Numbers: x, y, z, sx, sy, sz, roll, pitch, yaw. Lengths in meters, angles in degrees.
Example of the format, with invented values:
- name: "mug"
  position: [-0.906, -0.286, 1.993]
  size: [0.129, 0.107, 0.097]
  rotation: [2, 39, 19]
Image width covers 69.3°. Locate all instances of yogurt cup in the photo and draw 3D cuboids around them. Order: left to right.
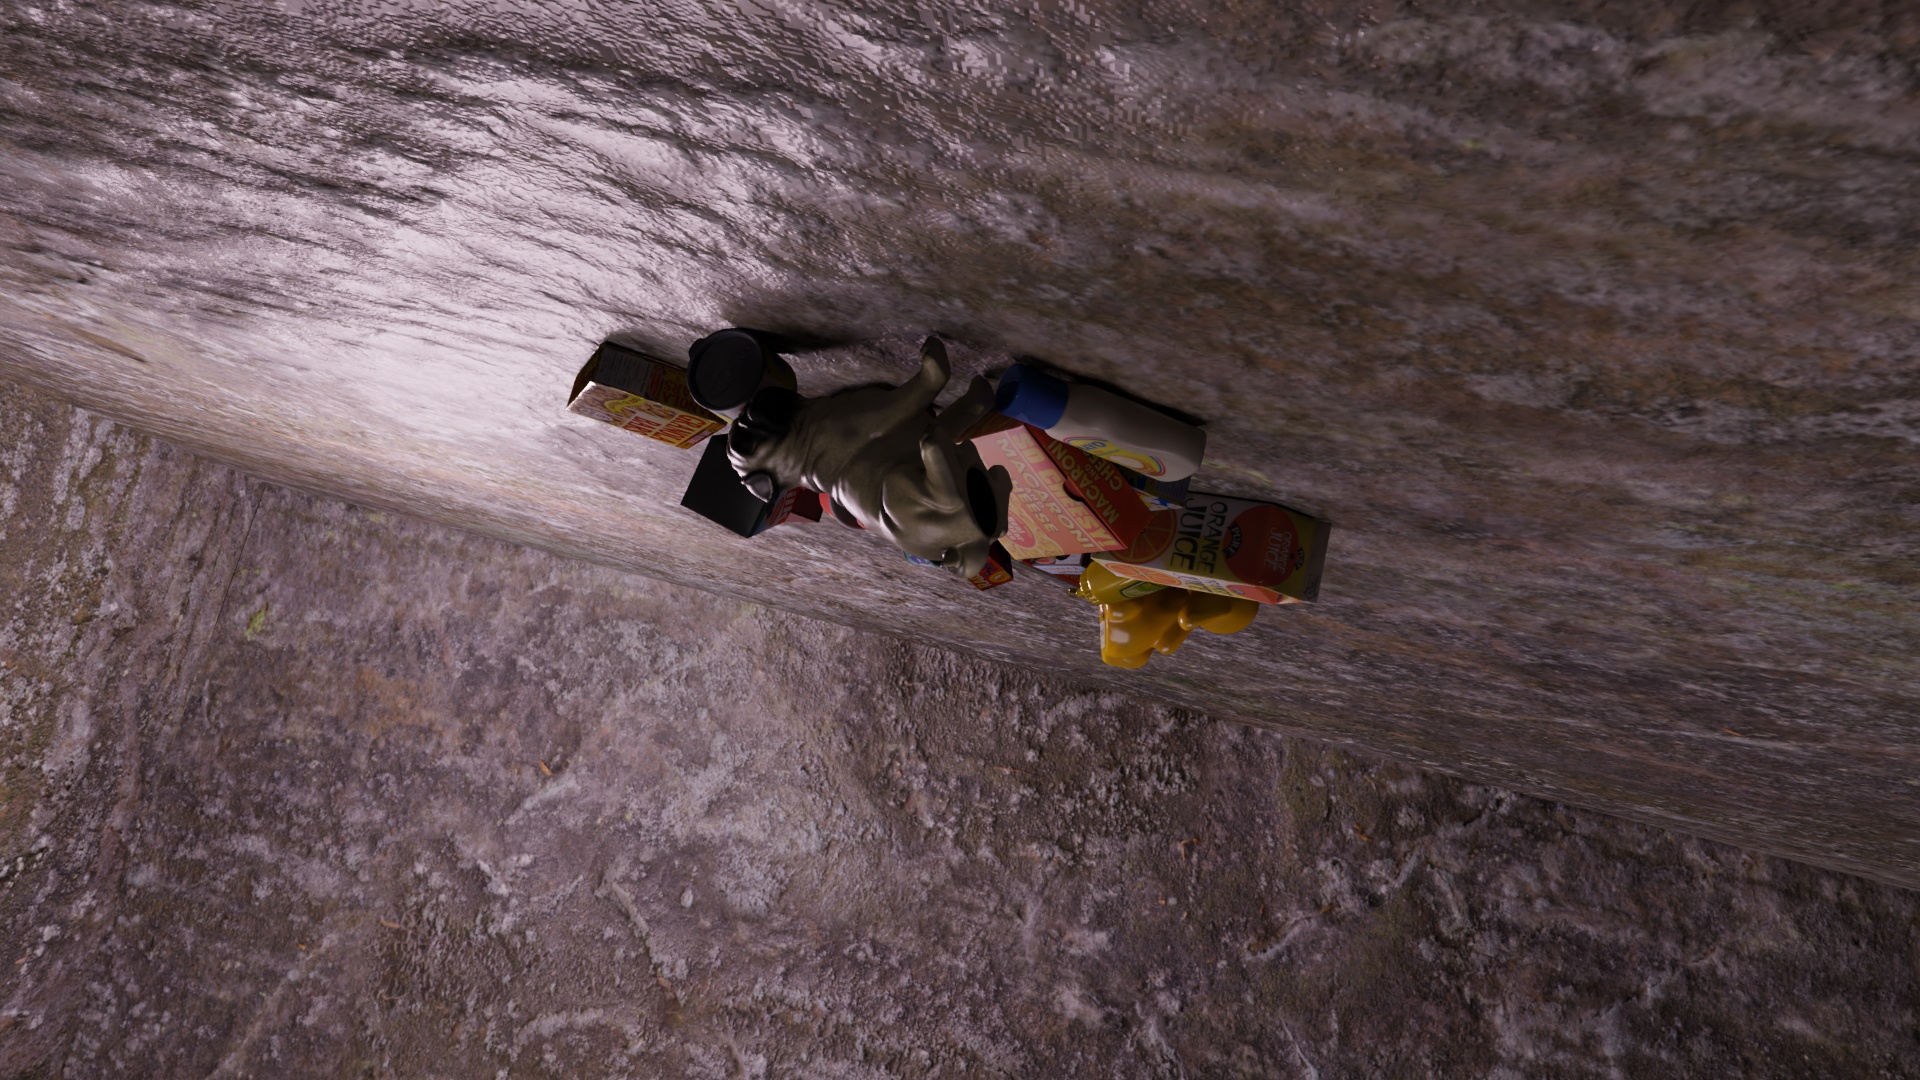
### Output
- name: "yogurt cup"
  position: [-0.111, -0.046, 1.425]
  size: [0.072, 0.072, 0.054]
  rotation: [19, 177, -26]

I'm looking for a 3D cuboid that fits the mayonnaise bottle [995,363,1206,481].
- name: "mayonnaise bottle"
  position: [0.096, -0.082, 0.967]
  size: [0.148, 0.041, 0.064]
  rotation: [18, 169, -24]

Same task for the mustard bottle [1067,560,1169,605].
- name: "mustard bottle"
  position: [0.165, 0.031, 1.349]
  size: [0.065, 0.049, 0.159]
  rotation: [11, 153, -41]

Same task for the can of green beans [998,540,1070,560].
- name: "can of green beans"
  position: [0.073, -0.018, 1.294]
  size: [0.058, 0.071, 0.071]
  rotation: [10, 169, 30]

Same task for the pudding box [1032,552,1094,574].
- name: "pudding box"
  position: [0.115, 0.008, 1.432]
  size: [0.030, 0.050, 0.083]
  rotation: [23, 166, -33]

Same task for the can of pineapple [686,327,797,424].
- name: "can of pineapple"
  position: [-0.166, -0.123, 1.060]
  size: [0.071, 0.071, 0.058]
  rotation: [11, 169, 22]

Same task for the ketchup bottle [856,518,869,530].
- name: "ketchup bottle"
  position: [-0.034, -0.029, 1.417]
  size: [0.149, 0.064, 0.043]
  rotation: [14, -178, -41]

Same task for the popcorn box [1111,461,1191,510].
- name: "popcorn box"
  position: [0.114, -0.053, 1.114]
  size: [0.085, 0.038, 0.126]
  rotation: [21, 169, -25]

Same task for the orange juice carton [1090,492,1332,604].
- name: "orange juice carton"
  position: [0.217, 0.005, 1.192]
  size: [0.193, 0.072, 0.073]
  rotation: [10, 170, 28]

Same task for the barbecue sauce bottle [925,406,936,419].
- name: "barbecue sauce bottle"
  position: [-0.085, -0.095, 1.153]
  size: [0.065, 0.043, 0.148]
  rotation: [12, 174, -36]

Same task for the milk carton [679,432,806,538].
- name: "milk carton"
  position: [-0.197, -0.058, 1.333]
  size: [0.072, 0.073, 0.191]
  rotation: [26, -172, 1]

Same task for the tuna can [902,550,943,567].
- name: "tuna can"
  position: [-0.033, -0.002, 1.538]
  size: [0.033, 0.071, 0.071]
  rotation: [7, 168, 34]

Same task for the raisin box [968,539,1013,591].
- name: "raisin box"
  position: [0.005, -0.016, 1.287]
  size: [0.040, 0.086, 0.123]
  rotation: [-19, 150, 18]

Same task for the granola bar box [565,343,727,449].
- name: "granola bar box"
  position: [-0.286, -0.129, 1.273]
  size: [0.124, 0.039, 0.165]
  rotation: [18, 170, -21]

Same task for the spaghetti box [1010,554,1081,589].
- name: "spaghetti box"
  position: [0.112, 0.021, 1.513]
  size: [0.028, 0.050, 0.250]
  rotation: [7, 168, 45]

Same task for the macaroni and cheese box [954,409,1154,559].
- name: "macaroni and cheese box"
  position: [0.057, -0.044, 1.072]
  size: [0.123, 0.040, 0.166]
  rotation: [49, 158, -16]
